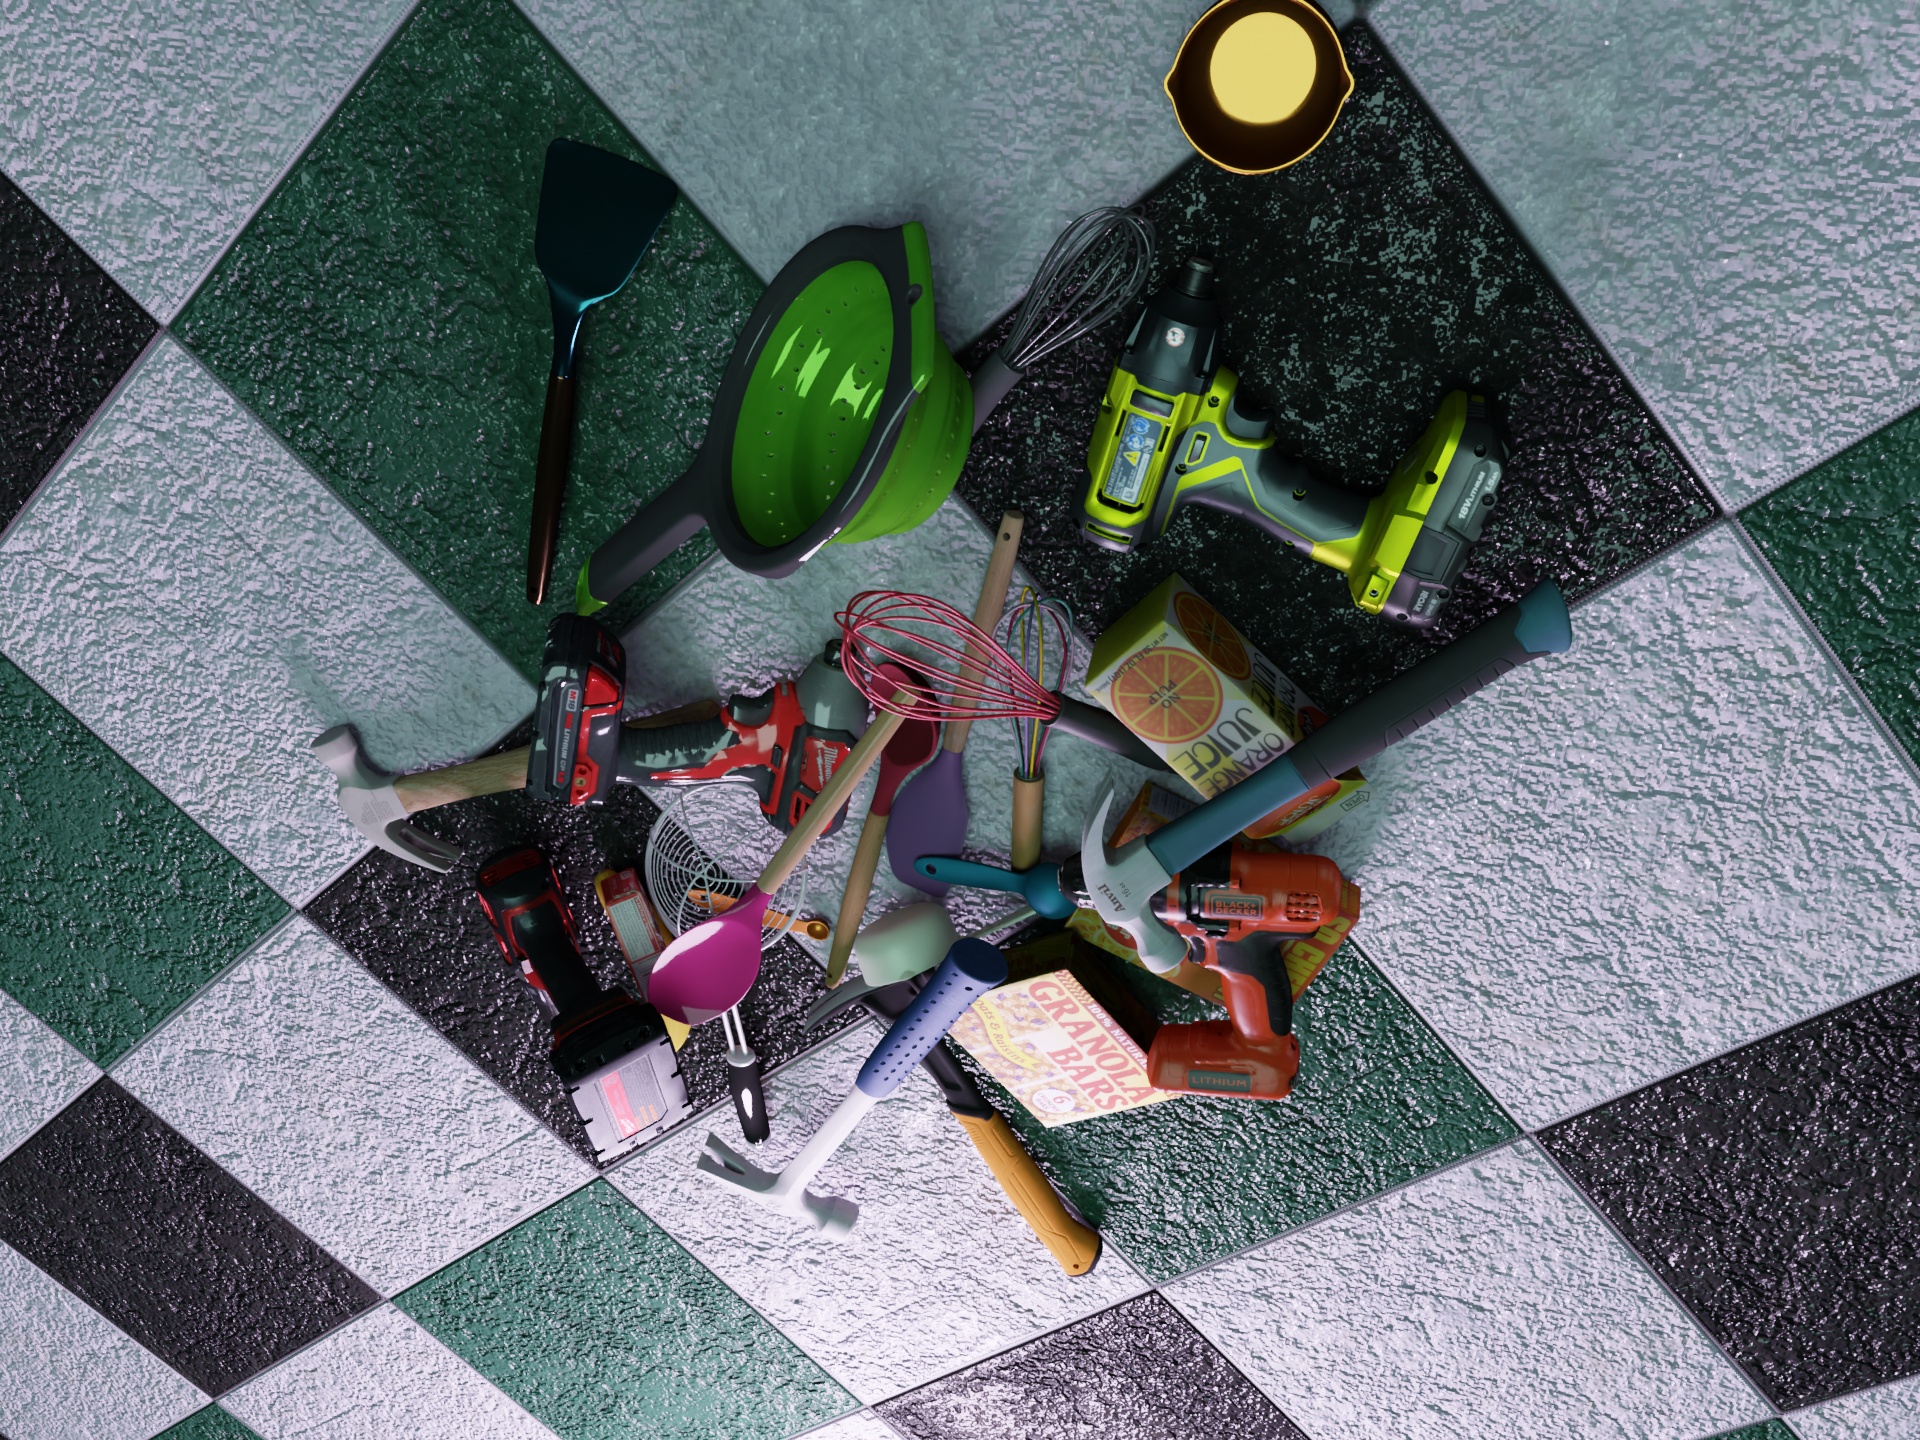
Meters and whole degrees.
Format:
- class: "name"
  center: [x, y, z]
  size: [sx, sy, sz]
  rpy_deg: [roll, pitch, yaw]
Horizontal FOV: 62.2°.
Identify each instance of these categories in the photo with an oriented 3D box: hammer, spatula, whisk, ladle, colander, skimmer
- class: "hammer"
  center: [0.012, 0.327, 1.268]
  size: [0.127, 0.034, 0.336]
  rpy_deg: [-25, 113, 18]
- class: "spatula"
  center: [-0.252, -0.206, 1.023]
  size: [0.082, 0.044, 0.317]
  rpy_deg: [21, 128, 1]
- class: "hammer"
  center: [-0.077, 0.280, 1.199]
  size: [0.144, 0.035, 0.405]
  rpy_deg: [26, 133, -9]
- class: "whisk"
  center: [0.047, 0.016, 1.074]
  size: [0.047, 0.051, 0.244]
  rpy_deg: [34, 138, 38]
- class: "whisk"
  center: [0.042, -0.013, 0.979]
  size: [0.295, 0.073, 0.073]
  rpy_deg: [20, 130, -36]
- class: "whisk"
  center: [0.030, -0.212, 0.935]
  size: [0.055, 0.055, 0.239]
  rpy_deg: [39, 127, -11]
- class: "hammer"
  center: [0.215, 0.023, 0.951]
  size: [0.331, 0.033, 0.128]
  rpy_deg: [-34, 107, 16]
- class: "hammer"
  center: [-0.321, 0.036, 1.182]
  size: [0.331, 0.031, 0.130]
  rpy_deg: [-12, 117, 20]
- class: "ladle"
  center: [-0.063, 0.084, 1.145]
  size: [0.069, 0.031, 0.315]
  rpy_deg: [42, 133, 30]
- class: "colander"
  center: [-0.110, -0.144, 0.980]
  size: [0.094, 0.205, 0.397]
  rpy_deg: [16, 150, -37]
- class: "spatula"
  center: [-0.002, -0.003, 1.084]
  size: [0.060, 0.018, 0.315]
  rpy_deg: [23, 125, 11]
- class: "skimmer"
  center: [-0.166, 0.203, 1.238]
  size: [0.127, 0.090, 0.362]
  rpy_deg: [12, 136, 15]

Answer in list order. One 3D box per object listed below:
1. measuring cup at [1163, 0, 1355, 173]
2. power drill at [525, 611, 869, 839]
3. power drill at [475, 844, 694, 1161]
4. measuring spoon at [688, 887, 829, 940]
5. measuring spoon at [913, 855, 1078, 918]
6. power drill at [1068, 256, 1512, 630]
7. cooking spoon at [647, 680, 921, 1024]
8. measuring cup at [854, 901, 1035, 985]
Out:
- class: "measuring cup"
  center: [0.154, -0.370, 0.801]
  size: [0.095, 0.052, 0.173]
  rpy_deg: [5, 120, 12]
- class: "power drill"
  center: [-0.171, 0.000, 1.067]
  size: [0.219, 0.079, 0.143]
  rpy_deg: [8, 117, -14]
- class: "power drill"
  center: [-0.285, 0.220, 1.192]
  size: [0.080, 0.227, 0.187]
  rpy_deg: [-26, 135, -20]
- class: "measuring spoon"
  center: [-0.154, 0.146, 1.221]
  size: [0.117, 0.011, 0.021]
  rpy_deg: [14, 126, 10]
- class: "measuring spoon"
  center: [0.022, 0.116, 1.118]
  size: [0.129, 0.021, 0.042]
  rpy_deg: [8, 115, 23]
- class: "power drill"
  center: [0.189, -0.154, 0.910]
  size: [0.223, 0.080, 0.171]
  rpy_deg: [20, 124, 5]
- class: "cooking spoon"
  center: [-0.119, 0.095, 1.085]
  size: [0.068, 0.017, 0.319]
  rpy_deg: [30, 113, -18]
- class: "measuring cup"
  center: [0.000, 0.142, 1.153]
  size: [0.167, 0.083, 0.038]
  rpy_deg: [-24, 96, 8]
